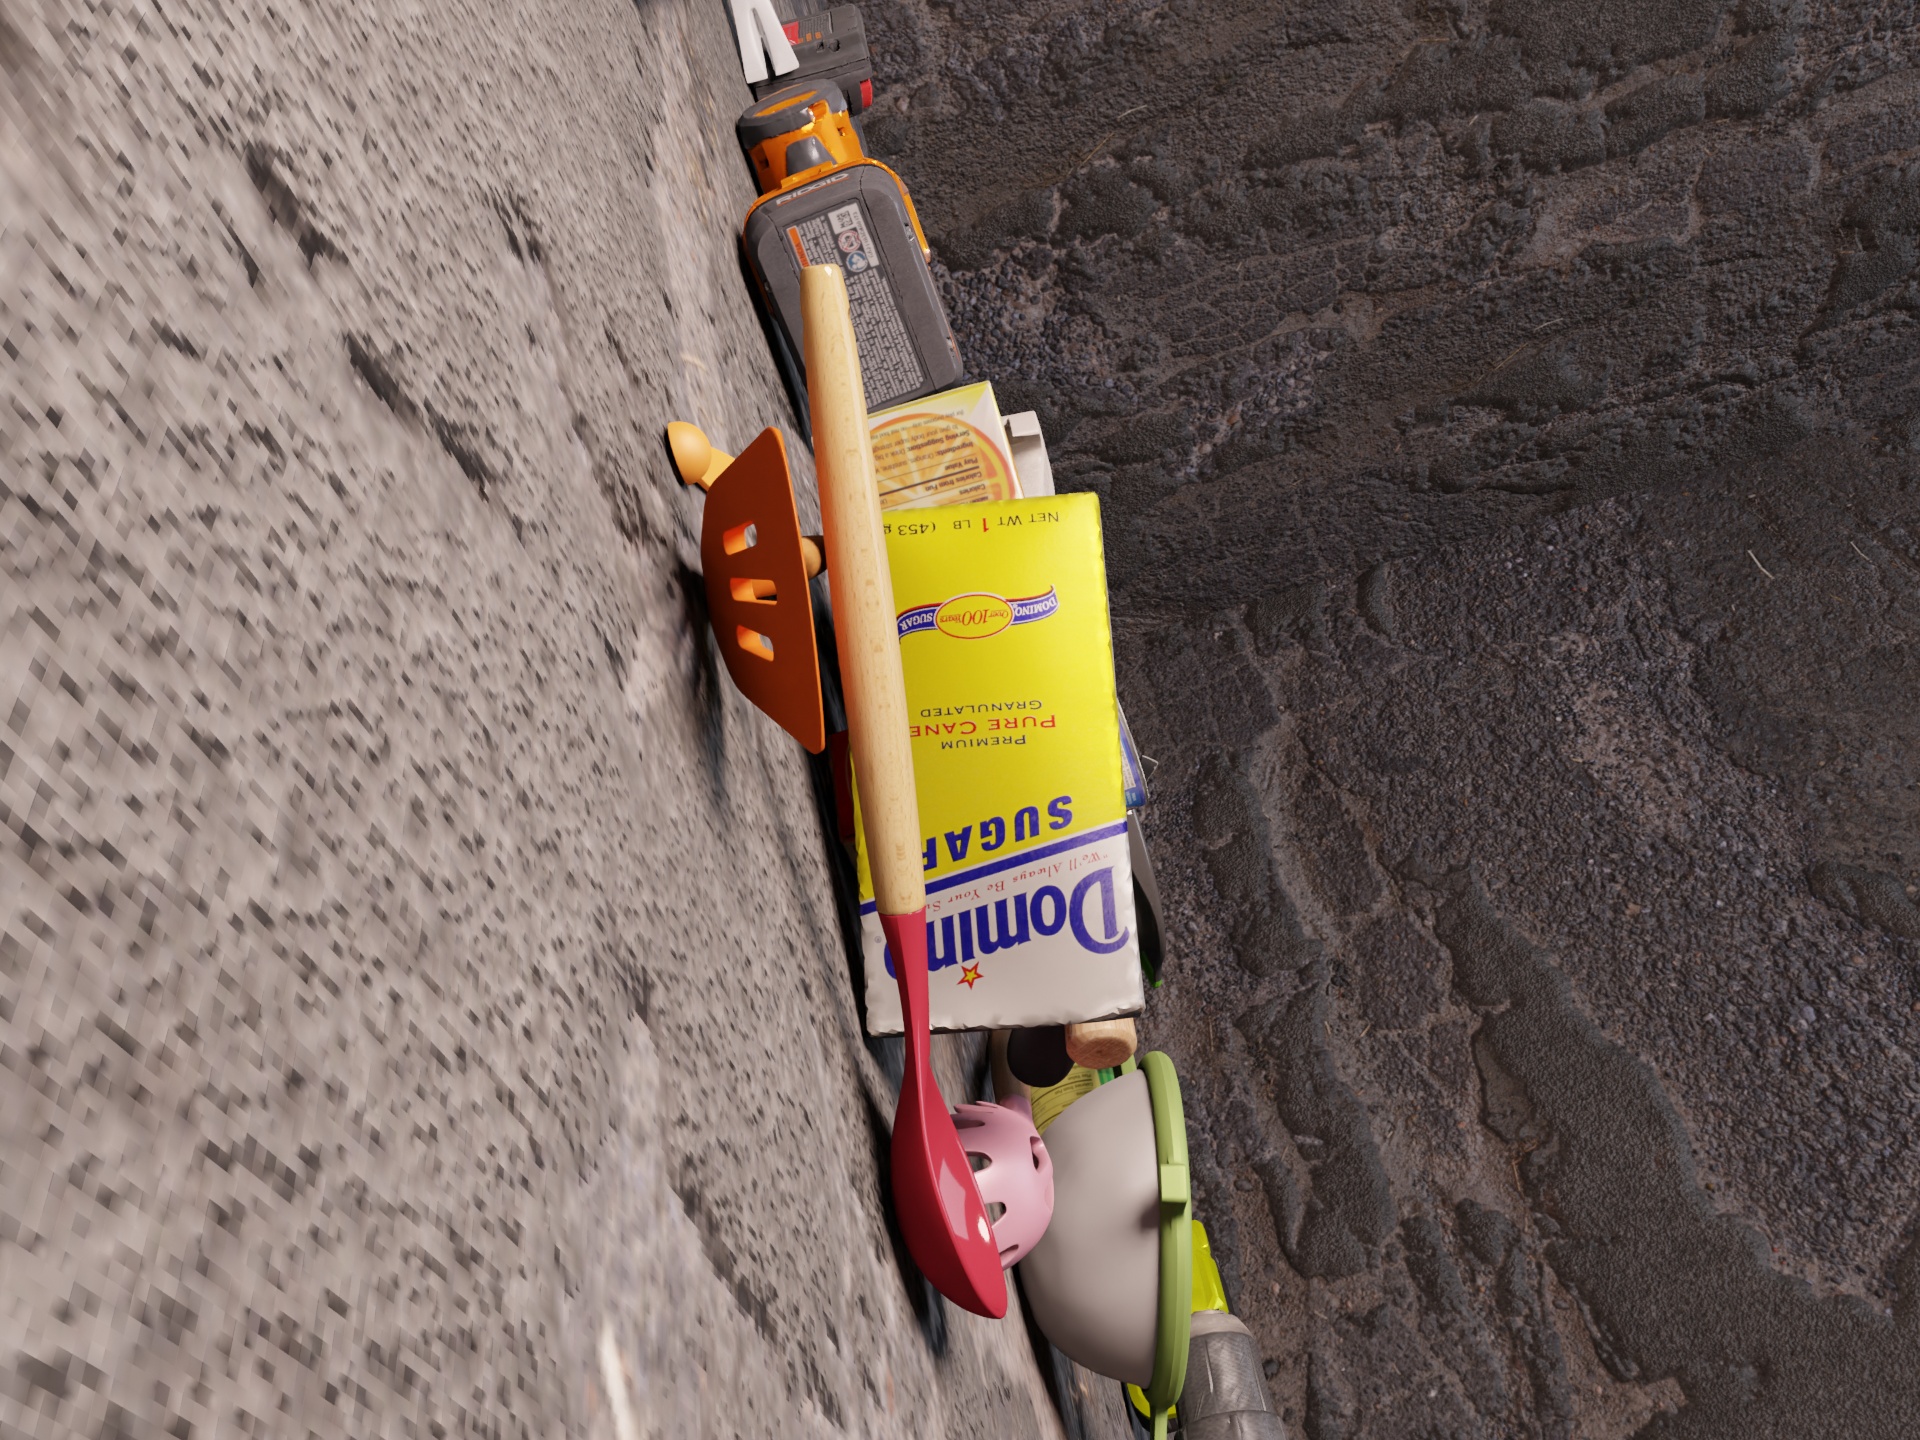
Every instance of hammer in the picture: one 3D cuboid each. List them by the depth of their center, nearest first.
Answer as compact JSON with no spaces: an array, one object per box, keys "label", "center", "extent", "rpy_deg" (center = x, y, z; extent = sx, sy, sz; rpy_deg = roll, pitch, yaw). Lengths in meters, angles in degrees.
[{"label":"hammer","center":[0.042,-0.007,0.708],"extent":[0.129,0.031,0.332],"rpy_deg":[68,13,-53]},{"label":"hammer","center":[-0.131,-0.398,0.823],"extent":[0.406,0.035,0.144],"rpy_deg":[-96,169,-65]},{"label":"hammer","center":[0.063,0.107,0.851],"extent":[0.409,0.036,0.149],"rpy_deg":[-39,151,-81]}]

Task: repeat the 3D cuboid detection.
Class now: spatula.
[{"label":"spatula","center":[-0.053,-0.052,0.538],"extent":[0.323,0.041,0.081],"rpy_deg":[-83,166,-81]}]

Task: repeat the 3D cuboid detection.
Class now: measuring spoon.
[{"label":"measuring spoon","center":[-0.078,-0.084,0.532],"extent":[0.117,0.011,0.021],"rpy_deg":[-18,92,-85]}]

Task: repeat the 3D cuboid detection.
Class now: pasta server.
[{"label":"pasta server","center":[0.016,0.171,0.716],"extent":[0.316,0.040,0.060],"rpy_deg":[-75,149,-89]}]

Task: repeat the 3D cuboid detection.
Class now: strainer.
[{"label":"strainer","center":[0.059,0.203,0.754],"extent":[0.256,0.069,0.151],"rpy_deg":[-92,-177,-68]}]

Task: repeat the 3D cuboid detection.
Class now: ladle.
[{"label":"ladle","center":[-0.019,0.030,0.462],"extent":[0.069,0.031,0.315],"rpy_deg":[-96,179,-78]}]

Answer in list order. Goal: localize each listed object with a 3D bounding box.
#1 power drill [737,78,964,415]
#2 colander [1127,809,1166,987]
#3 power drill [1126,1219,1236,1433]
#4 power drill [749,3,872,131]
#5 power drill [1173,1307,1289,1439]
[{"label":"power drill","center":[-0.059,-0.239,0.852],"extent":[0.227,0.084,0.164],"rpy_deg":[-106,174,-57]},{"label":"colander","center":[0.055,0.021,1.107],"extent":[0.205,0.094,0.396],"rpy_deg":[-112,-173,-61]},{"label":"power drill","center":[0.110,0.334,0.975],"extent":[0.171,0.080,0.223],"rpy_deg":[-100,169,-51]},{"label":"power drill","center":[-0.078,-0.356,1.100],"extent":[0.188,0.080,0.226],"rpy_deg":[-99,174,-55]},{"label":"power drill","center":[0.129,0.394,0.728],"extent":[0.226,0.084,0.186],"rpy_deg":[82,0,-49]}]
